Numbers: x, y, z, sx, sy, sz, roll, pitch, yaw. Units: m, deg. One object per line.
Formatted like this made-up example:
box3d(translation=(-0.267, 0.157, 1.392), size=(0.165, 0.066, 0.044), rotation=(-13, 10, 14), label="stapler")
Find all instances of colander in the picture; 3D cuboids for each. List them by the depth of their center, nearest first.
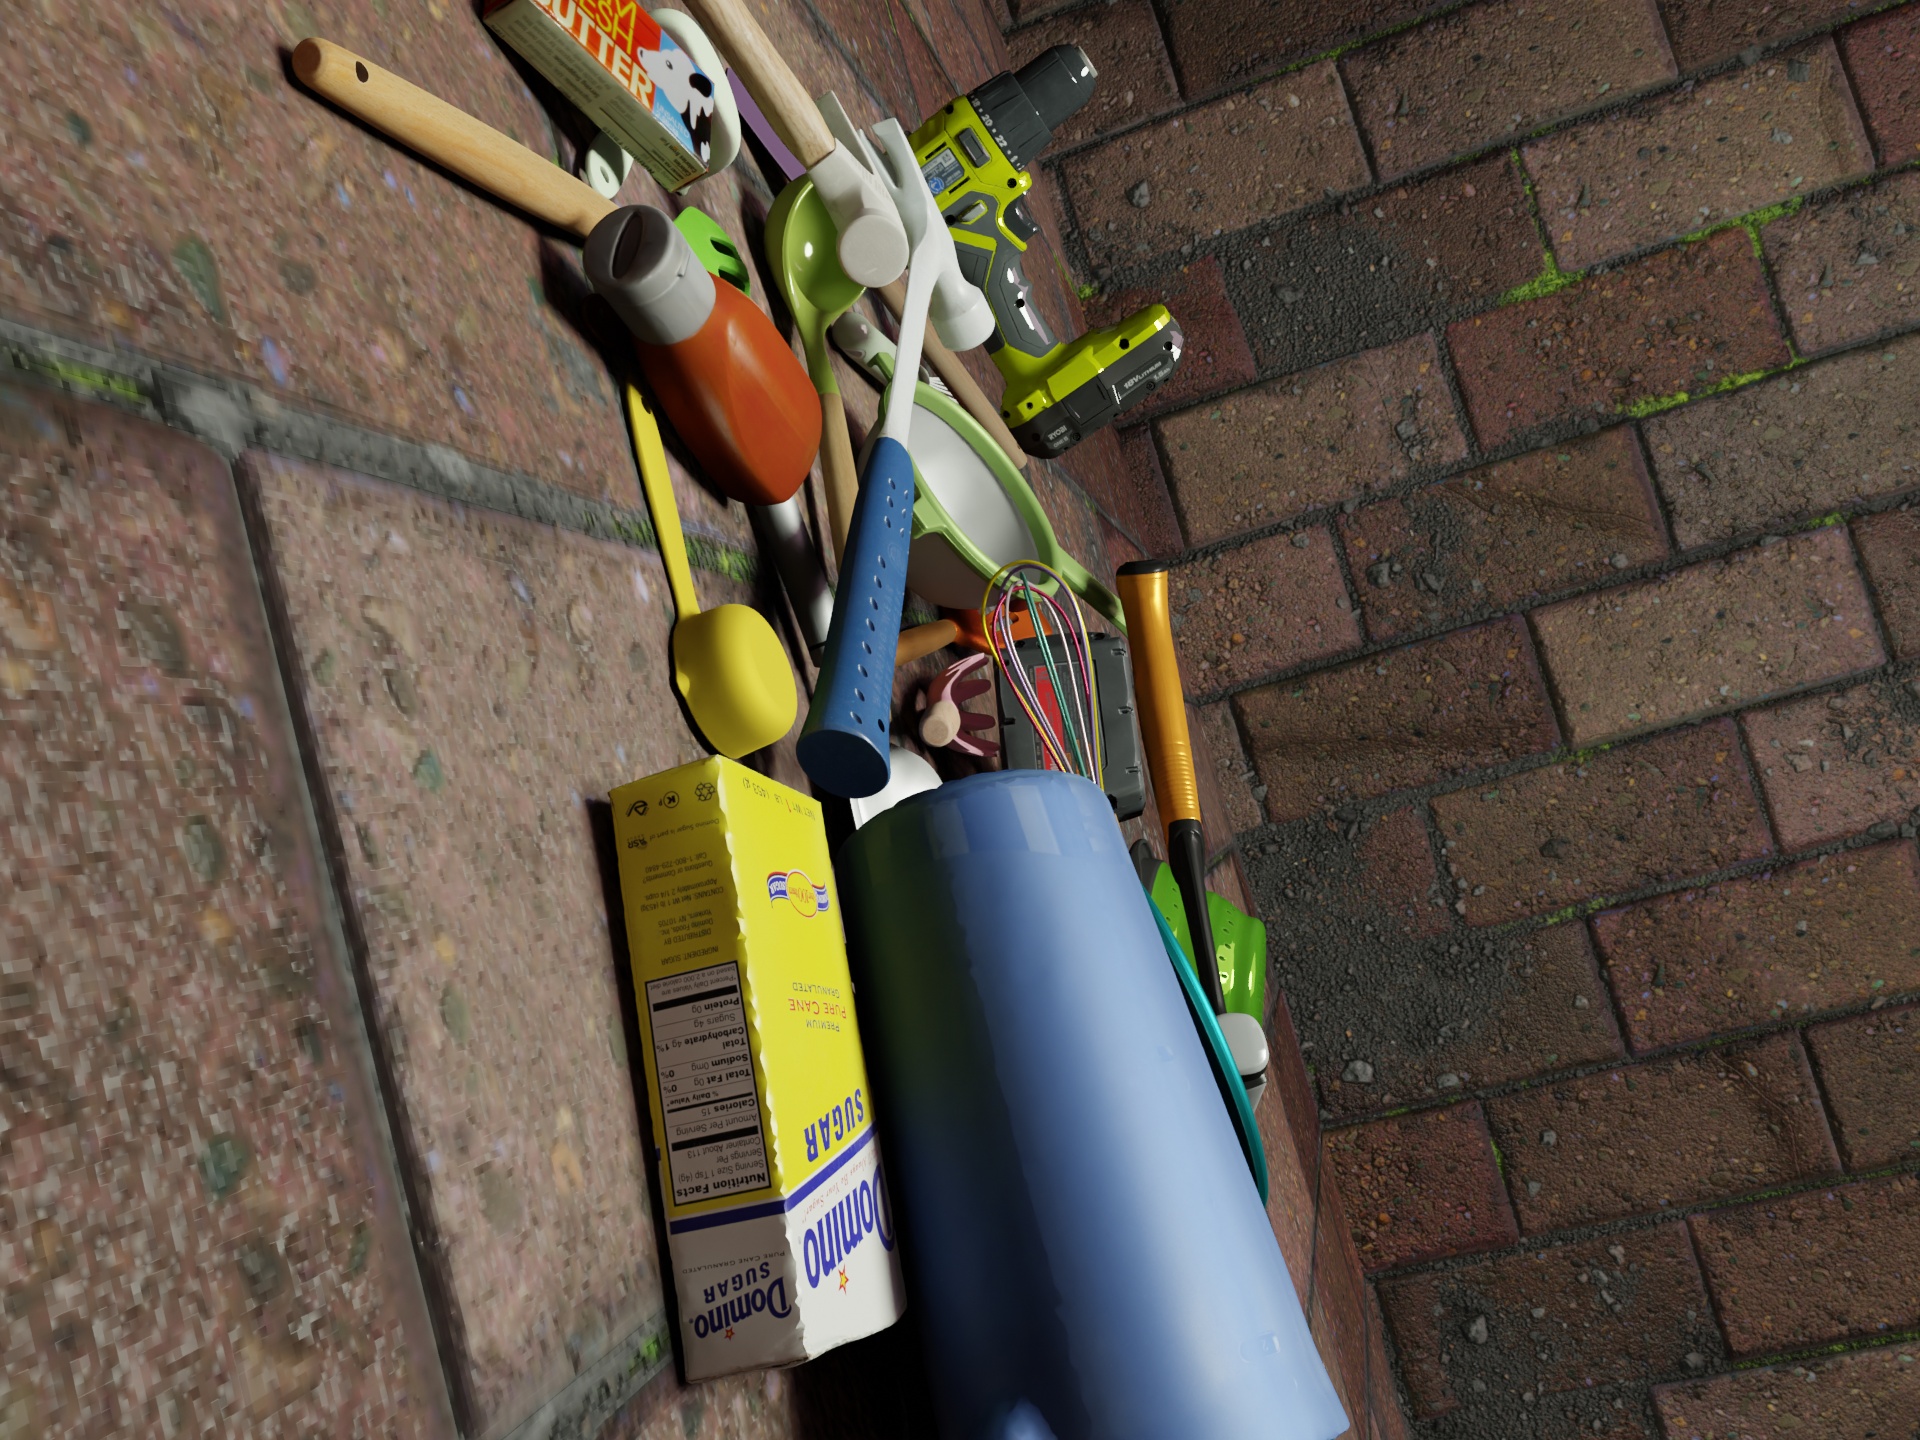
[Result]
box3d(translation=(0.136, 0.210, 1.005), size=(0.397, 0.094, 0.204), rotation=(-49, 141, -67), label="colander")

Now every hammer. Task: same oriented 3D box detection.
box3d(translation=(-0.126, -0.333, 0.660), size=(0.331, 0.031, 0.130), rotation=(51, 14, -28), label="hammer")
box3d(translation=(-0.034, -0.134, 0.749), size=(0.406, 0.035, 0.143), rotation=(-85, 154, -43), label="hammer")
box3d(translation=(0.123, 0.056, 0.890), size=(0.127, 0.034, 0.337), rotation=(84, 0, -59), label="hammer")

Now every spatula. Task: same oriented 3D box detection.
box3d(translation=(-0.009, -0.057, 0.941), size=(0.081, 0.041, 0.322), rotation=(50, 15, 2), label="spatula")
box3d(translation=(-0.045, -0.270, 0.988), size=(0.315, 0.018, 0.060), rotation=(48, 24, -35), label="spatula")

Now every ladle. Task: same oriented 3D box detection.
box3d(translation=(-0.055, -0.147, 0.817), size=(0.078, 0.062, 0.320), rotation=(31, 44, -57), label="ladle")

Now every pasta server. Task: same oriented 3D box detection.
box3d(translation=(-0.001, -0.003, 0.793), size=(0.316, 0.040, 0.060), rotation=(-74, 157, -88), label="pasta server")

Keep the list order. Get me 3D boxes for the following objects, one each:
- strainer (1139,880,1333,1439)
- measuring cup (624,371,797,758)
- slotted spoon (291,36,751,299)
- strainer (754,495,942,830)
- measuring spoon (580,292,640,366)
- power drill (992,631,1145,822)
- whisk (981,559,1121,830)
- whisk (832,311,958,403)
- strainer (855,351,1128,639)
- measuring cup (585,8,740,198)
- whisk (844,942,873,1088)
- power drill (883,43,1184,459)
box3d(translation=(0.084, 0.223, 0.783), size=(0.211, 0.095, 0.340), rotation=(143, -75, -80), label="strainer")
box3d(translation=(-0.096, -0.064, 0.606), size=(0.062, 0.029, 0.156), rotation=(9, 64, -76), label="measuring cup")
box3d(translation=(-0.140, -0.186, 0.589), size=(0.313, 0.031, 0.070), rotation=(-7, 91, -75), label="slotted spoon")
box3d(translation=(-0.054, -0.024, 0.718), size=(0.087, 0.050, 0.258), rotation=(-33, 103, -83), label="strainer")
box3d(translation=(-0.125, -0.149, 0.642), size=(0.117, 0.011, 0.021), rotation=(12, 86, -72), label="measuring spoon")
box3d(translation=(0.068, 0.047, 0.989), size=(0.219, 0.078, 0.143), rotation=(79, 6, -67), label="power drill")
box3d(translation=(0.063, 0.033, 0.850), size=(0.051, 0.047, 0.245), rotation=(-169, -119, -77), label="whisk")
box3d(translation=(-0.028, -0.224, 1.062), size=(0.246, 0.058, 0.059), rotation=(17, 88, -70), label="whisk")
box3d(translation=(0.020, -0.094, 0.945), size=(0.256, 0.069, 0.152), rotation=(34, 32, -41), label="strainer")
box3d(translation=(-0.130, -0.261, 0.692), size=(0.168, 0.038, 0.083), rotation=(-89, 158, -56), label="measuring cup")
box3d(translation=(0.014, 0.213, 0.668), size=(0.295, 0.073, 0.073), rotation=(63, 16, -19), label="whisk")
box3d(translation=(0.051, -0.311, 1.063), size=(0.228, 0.190, 0.080), rotation=(53, 15, -16), label="power drill")
